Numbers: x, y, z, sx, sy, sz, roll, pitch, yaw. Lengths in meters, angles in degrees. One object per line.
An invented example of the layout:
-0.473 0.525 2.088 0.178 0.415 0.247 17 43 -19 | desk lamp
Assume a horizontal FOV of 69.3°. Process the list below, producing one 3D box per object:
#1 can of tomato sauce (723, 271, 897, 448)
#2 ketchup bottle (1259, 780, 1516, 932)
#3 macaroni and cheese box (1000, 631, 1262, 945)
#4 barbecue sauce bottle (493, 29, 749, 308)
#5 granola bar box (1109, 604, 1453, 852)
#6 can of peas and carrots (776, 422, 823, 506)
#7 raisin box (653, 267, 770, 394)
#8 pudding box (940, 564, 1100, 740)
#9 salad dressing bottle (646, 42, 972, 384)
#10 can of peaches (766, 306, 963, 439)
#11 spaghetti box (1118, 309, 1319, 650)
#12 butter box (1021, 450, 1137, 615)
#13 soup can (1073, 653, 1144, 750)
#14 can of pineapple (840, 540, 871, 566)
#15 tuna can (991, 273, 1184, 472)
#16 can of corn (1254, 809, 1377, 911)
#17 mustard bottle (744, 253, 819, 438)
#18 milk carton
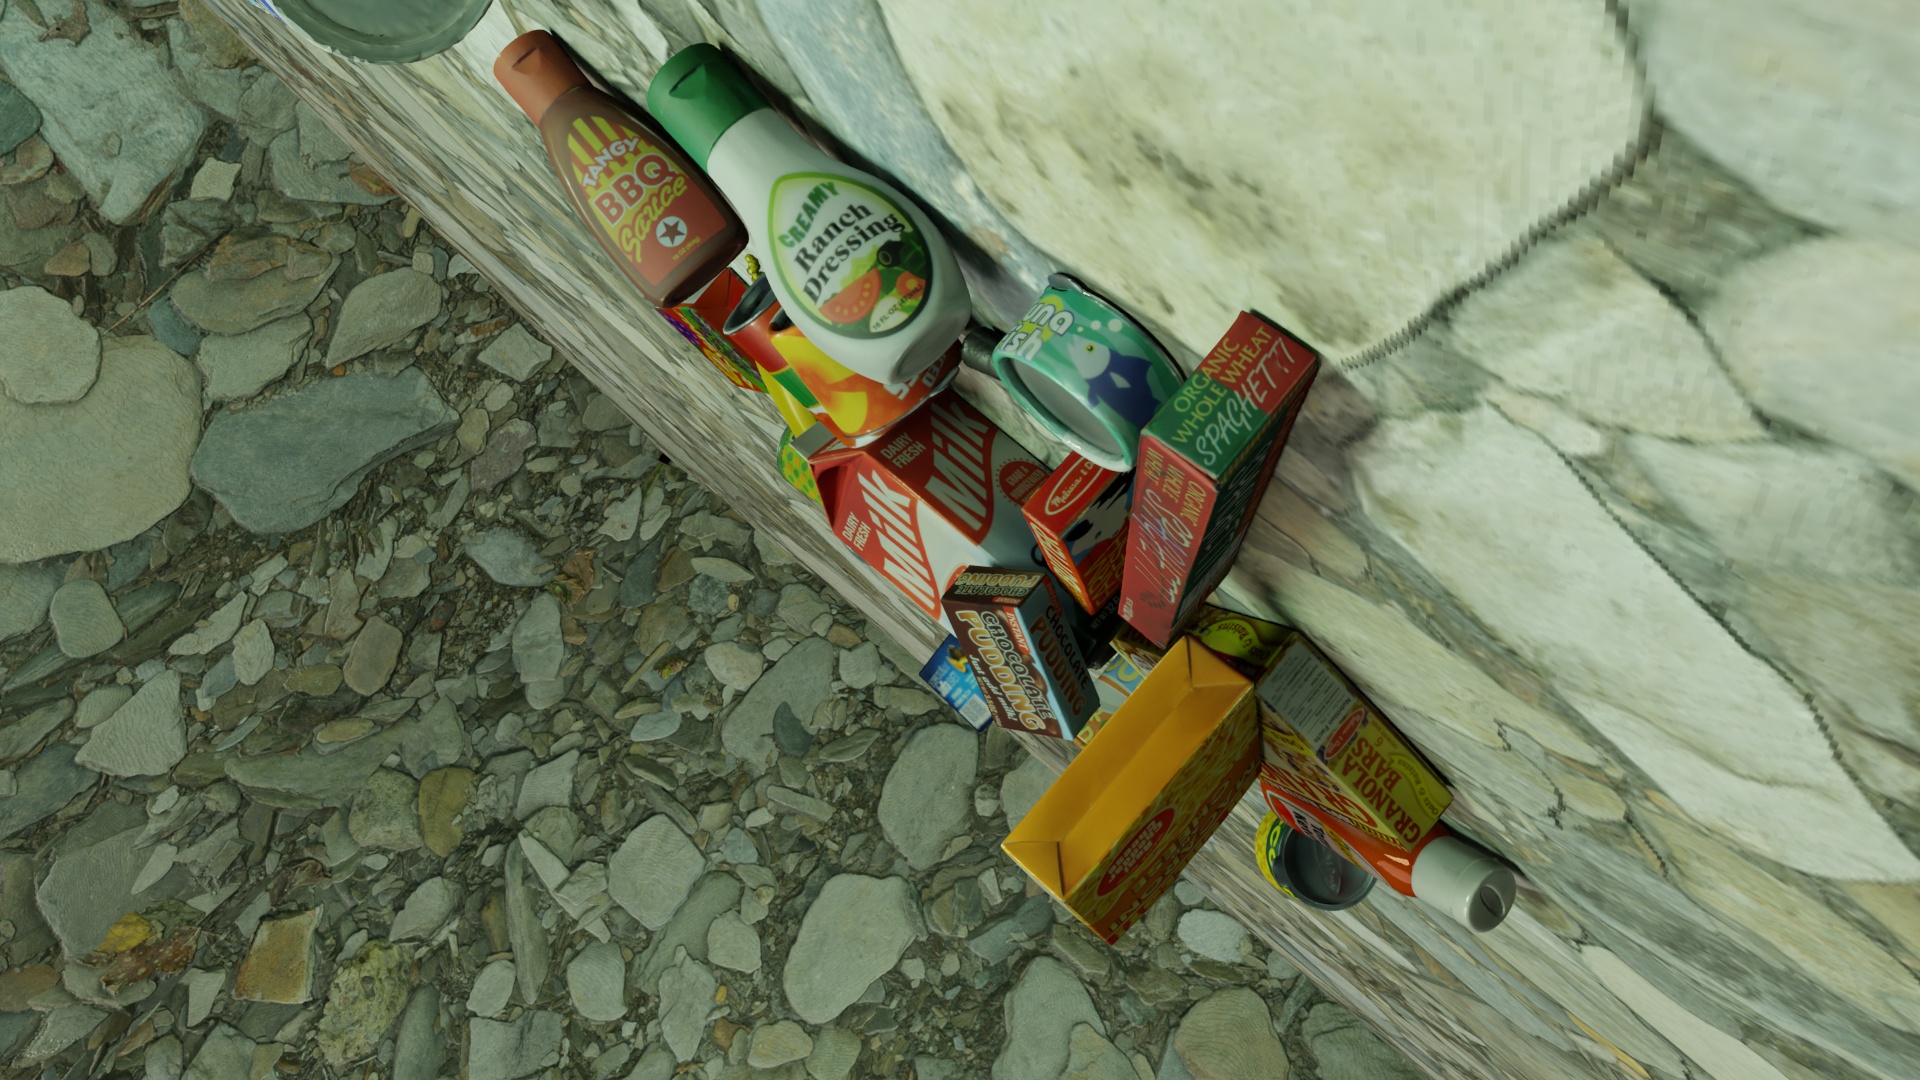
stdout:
-0.061 -0.095 0.665 0.083 0.071 0.071 44 171 -23 | can of tomato sauce
0.232 0.162 0.758 0.064 0.043 0.149 46 170 -31 | ketchup bottle
0.088 0.125 0.655 0.040 0.124 0.166 39 171 25 | macaroni and cheese box
-0.178 -0.194 0.715 0.148 0.065 0.043 50 180 -1 | barbecue sauce bottle
0.157 0.087 0.716 0.124 0.039 0.165 45 171 -17 | granola bar box
-0.091 -0.059 1.006 0.059 0.071 0.070 33 168 41 | can of peas and carrots
-0.156 -0.144 0.949 0.086 0.040 0.123 44 170 -23 | raisin box
0.030 0.053 0.663 0.049 0.030 0.083 4 129 40 | pudding box
-0.060 -0.126 0.529 0.148 0.064 0.044 48 -178 9 | salad dressing bottle
-0.040 -0.087 0.596 0.058 0.071 0.071 52 168 -23 | can of peaches
0.085 -0.009 0.501 0.029 0.050 0.249 38 171 13 | spaghetti box
0.061 -0.007 0.614 0.024 0.053 0.103 40 172 24 | butter box
0.110 0.102 0.857 0.071 0.084 0.071 41 172 7 | soup can
-0.047 -0.025 0.931 0.071 0.058 0.070 30 137 33 | can of pineapple
0.044 -0.058 0.490 0.071 0.033 0.071 40 172 7 | tuna can
0.227 0.202 0.897 0.071 0.071 0.058 41 172 1 | can of corn
-0.080 -0.097 0.764 0.049 0.065 0.159 40 169 40 | mustard bottle
0.003 -0.009 0.723 0.191 0.073 0.073 39 141 10 | milk carton
